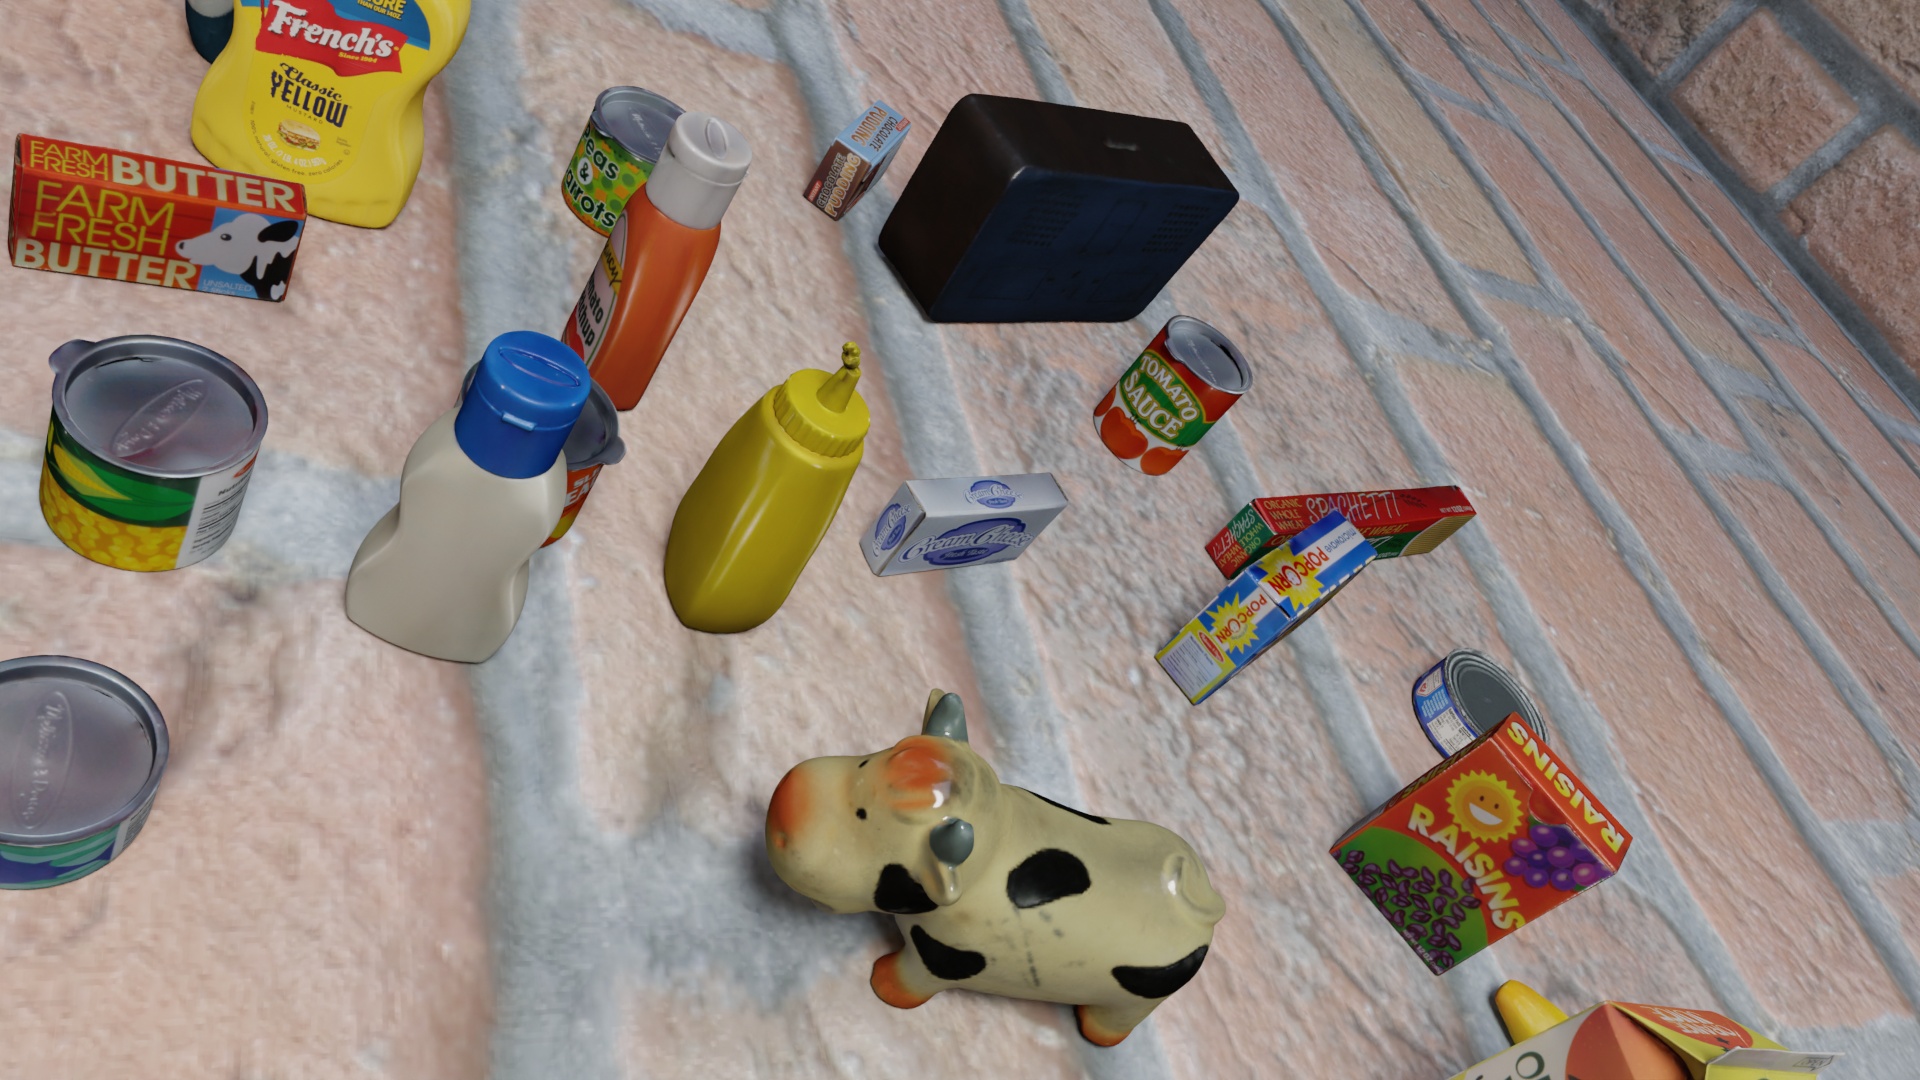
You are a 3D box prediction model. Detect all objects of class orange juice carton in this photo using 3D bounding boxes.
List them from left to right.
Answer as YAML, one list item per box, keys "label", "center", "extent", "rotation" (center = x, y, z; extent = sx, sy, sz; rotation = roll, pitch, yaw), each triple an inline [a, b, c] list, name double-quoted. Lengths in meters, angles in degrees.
- label: "orange juice carton"
  center: [0.260, 0.246, 0.571]
  extent: [0.072, 0.191, 0.073]
  rotation: [16, 44, -28]

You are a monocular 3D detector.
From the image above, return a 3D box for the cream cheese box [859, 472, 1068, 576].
- label: "cream cheese box"
  center: [0.003, -0.009, 0.725]
  extent: [0.104, 0.053, 0.024]
  rotation: [-5, 56, -42]

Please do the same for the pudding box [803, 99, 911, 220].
- label: "pudding box"
  center: [-0.066, -0.250, 0.908]
  extent: [0.030, 0.049, 0.084]
  rotation: [35, 38, -6]

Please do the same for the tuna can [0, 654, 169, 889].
- label: "tuna can"
  center: [-0.287, 0.071, 0.428]
  extent: [0.071, 0.032, 0.071]
  rotation: [22, 41, -21]

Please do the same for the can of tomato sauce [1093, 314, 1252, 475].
- label: "can of tomato sauce"
  center: [0.133, -0.091, 0.888]
  extent: [0.071, 0.082, 0.071]
  rotation: [22, 41, -21]

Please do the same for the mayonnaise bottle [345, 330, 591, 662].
- label: "mayonnaise bottle"
  center: [-0.176, -0.013, 0.508]
  extent: [0.065, 0.147, 0.041]
  rotation: [23, 41, -20]

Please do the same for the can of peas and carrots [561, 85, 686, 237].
- label: "can of peas and carrots"
  center: [-0.181, -0.205, 0.764]
  extent: [0.071, 0.058, 0.071]
  rotation: [22, 41, -21]

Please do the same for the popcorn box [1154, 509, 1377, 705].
- label: "popcorn box"
  center: [0.177, 0.037, 0.796]
  extent: [0.038, 0.084, 0.127]
  rotation: [50, 39, 13]

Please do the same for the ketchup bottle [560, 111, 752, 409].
- label: "ketchup bottle"
  center: [-0.143, -0.131, 0.649]
  extent: [0.043, 0.148, 0.065]
  rotation: [10, 47, -32]

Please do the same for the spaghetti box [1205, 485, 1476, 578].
- label: "spaghetti box"
  center: [0.262, -0.008, 0.937]
  extent: [0.251, 0.050, 0.029]
  rotation: [-5, 56, -42]

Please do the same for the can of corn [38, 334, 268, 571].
- label: "can of corn"
  center: [-0.295, -0.032, 0.502]
  extent: [0.071, 0.058, 0.071]
  rotation: [22, 41, -21]

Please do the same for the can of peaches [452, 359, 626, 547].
- label: "can of peaches"
  center: [-0.186, -0.037, 0.595]
  extent: [0.071, 0.057, 0.071]
  rotation: [22, 41, -21]

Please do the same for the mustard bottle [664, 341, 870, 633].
- label: "mustard bottle"
  center: [-0.077, -0.025, 0.590]
  extent: [0.049, 0.159, 0.065]
  rotation: [8, 48, -34]

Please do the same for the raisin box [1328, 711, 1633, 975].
- label: "raisin box"
  center: [0.266, 0.158, 0.718]
  extent: [0.086, 0.122, 0.040]
  rotation: [51, 39, 14]

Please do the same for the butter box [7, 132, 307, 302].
- label: "butter box"
  center: [-0.331, -0.131, 0.574]
  extent: [0.104, 0.053, 0.024]
  rotation: [4, 51, -37]
